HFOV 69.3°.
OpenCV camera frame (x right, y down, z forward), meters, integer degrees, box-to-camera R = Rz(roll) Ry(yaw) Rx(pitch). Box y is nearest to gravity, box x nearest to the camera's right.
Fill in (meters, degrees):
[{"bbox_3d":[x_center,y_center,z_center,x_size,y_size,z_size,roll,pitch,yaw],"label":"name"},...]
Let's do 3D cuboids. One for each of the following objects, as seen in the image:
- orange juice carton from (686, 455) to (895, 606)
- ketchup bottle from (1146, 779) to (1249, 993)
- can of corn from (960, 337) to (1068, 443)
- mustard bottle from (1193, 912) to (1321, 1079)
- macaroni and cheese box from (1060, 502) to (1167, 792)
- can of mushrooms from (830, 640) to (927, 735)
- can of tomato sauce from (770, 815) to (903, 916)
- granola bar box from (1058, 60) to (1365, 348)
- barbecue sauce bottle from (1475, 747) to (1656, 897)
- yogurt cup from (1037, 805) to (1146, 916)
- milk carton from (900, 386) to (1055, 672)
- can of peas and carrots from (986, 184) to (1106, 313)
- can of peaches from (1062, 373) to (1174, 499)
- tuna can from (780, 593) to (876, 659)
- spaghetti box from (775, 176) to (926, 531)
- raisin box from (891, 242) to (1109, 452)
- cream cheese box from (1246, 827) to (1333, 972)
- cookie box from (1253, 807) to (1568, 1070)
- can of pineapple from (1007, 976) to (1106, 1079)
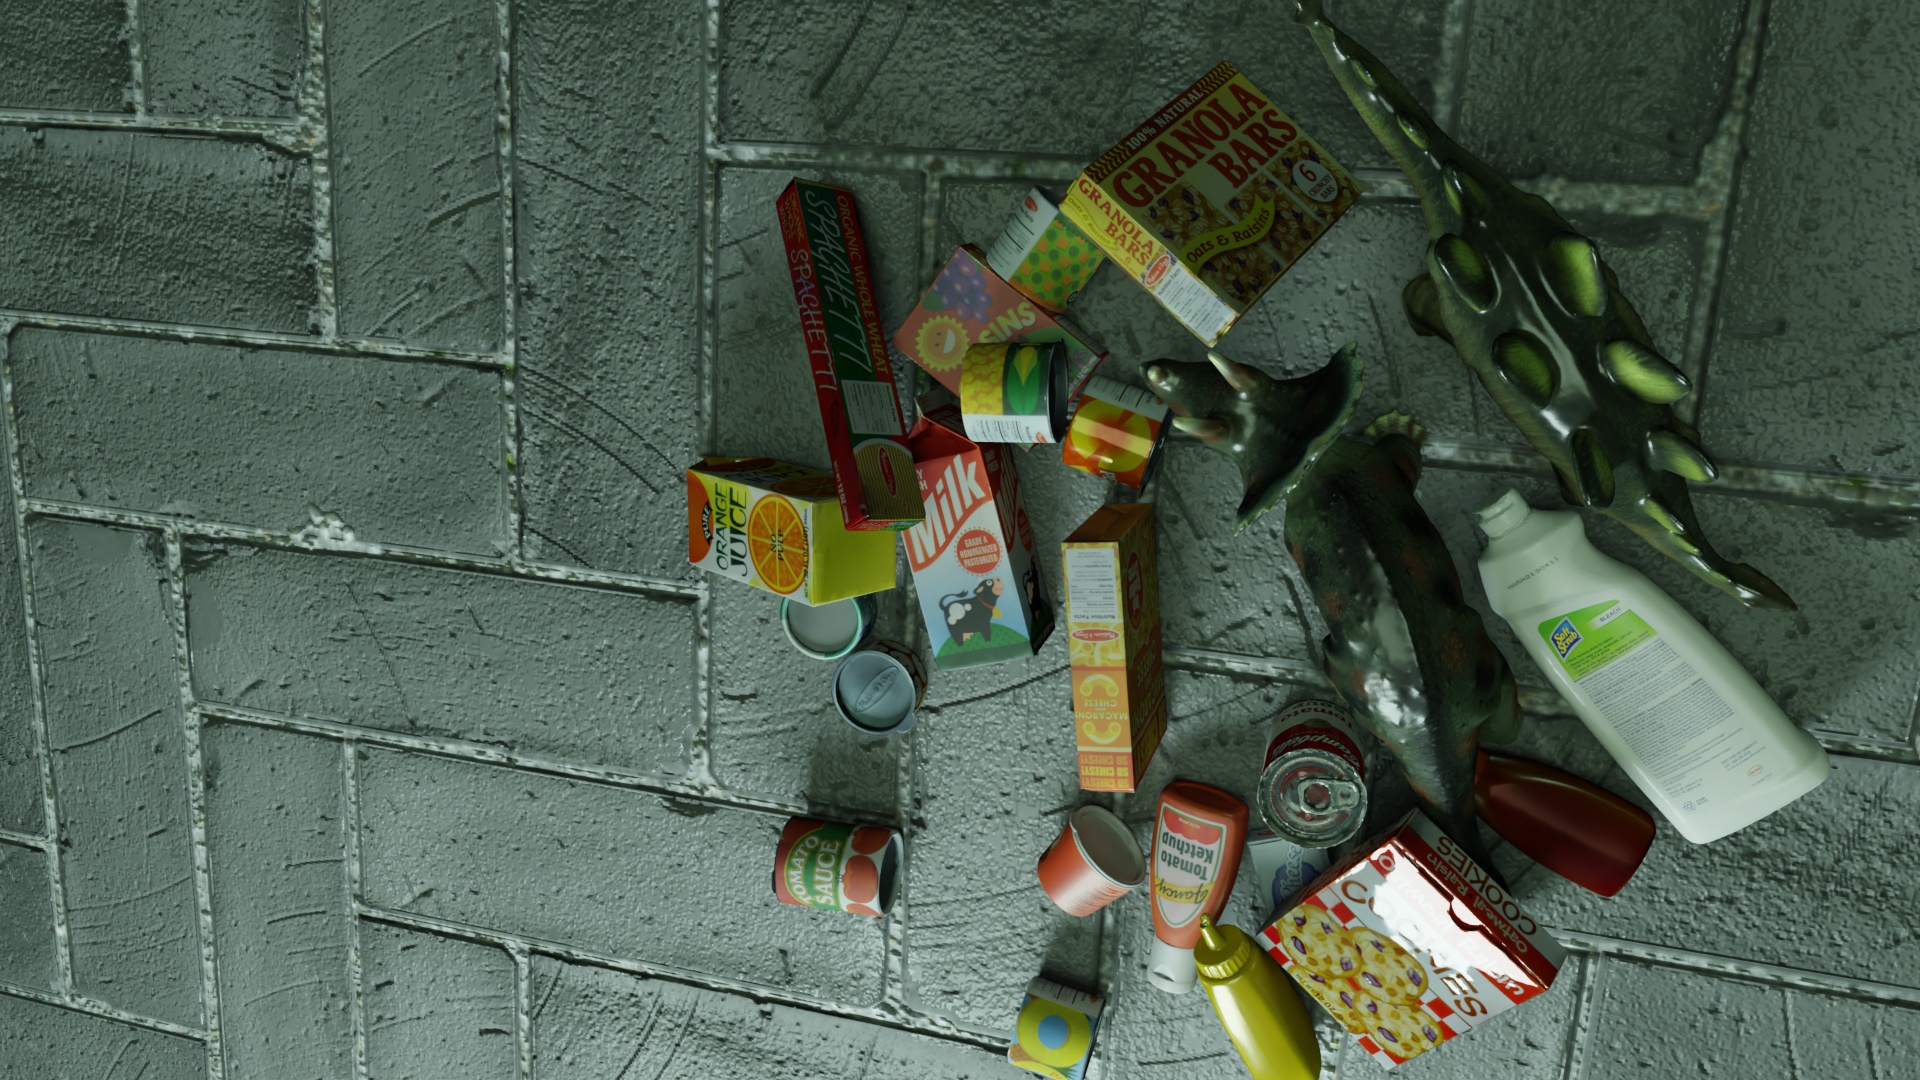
[{"bbox_3d":[-0.134,-0.013,0.987,0.193,0.073,0.071,15,109,45],"label":"orange juice carton"},{"bbox_3d":[0.164,0.250,0.997,0.065,0.044,0.148,17,107,31],"label":"ketchup bottle"},{"bbox_3d":[0.036,-0.099,0.906,0.058,0.071,0.071,2,102,15],"label":"can of corn"},{"bbox_3d":[0.202,0.317,0.975,0.048,0.065,0.160,-24,111,22],"label":"mustard bottle"},{"bbox_3d":[0.105,0.068,0.933,0.040,0.124,0.166,-1,102,19],"label":"macaroni and cheese box"},{"bbox_3d":[-0.059,0.111,1.036,0.071,0.033,0.071,3,102,15],"label":"can of mushrooms"},{"bbox_3d":[-0.092,0.248,1.055,0.083,0.071,0.071,4,103,14],"label":"can of tomato sauce"},{"bbox_3d":[0.155,-0.208,0.844,0.124,0.166,0.039,44,146,4],"label":"granola bar box"},{"bbox_3d":[0.376,0.174,0.923,0.148,0.044,0.064,28,107,9],"label":"barbecue sauce bottle"},{"bbox_3d":[0.093,0.235,1.005,0.072,0.073,0.053,44,118,3],"label":"yogurt cup"},{"bbox_3d":[0.003,-0.012,0.971,0.073,0.072,0.190,-12,98,19],"label":"milk carton"},{"bbox_3d":[0.061,-0.191,0.921,0.071,0.071,0.058,39,110,5],"label":"can of peas and carrots"},{"bbox_3d":[0.106,-0.070,0.933,0.058,0.071,0.071,21,107,11],"label":"can of peaches"},{"bbox_3d":[-0.097,0.052,1.034,0.071,0.033,0.071,4,103,15],"label":"tuna can"},{"bbox_3d":[-0.075,-0.126,0.931,0.028,0.050,0.250,-30,68,46],"label":"spaghetti box"},{"bbox_3d":[0.027,-0.133,0.956,0.123,0.040,0.086,39,110,3],"label":"raisin box"},{"bbox_3d":[0.244,0.253,0.986,0.053,0.024,0.103,-16,97,20],"label":"cream cheese box"},{"bbox_3d":[0.283,0.260,0.894,0.123,0.040,0.166,44,139,11],"label":"cookie box"},{"bbox_3d":[0.072,0.368,1.036,0.058,0.071,0.070,15,106,13],"label":"can of pineapple"}]
